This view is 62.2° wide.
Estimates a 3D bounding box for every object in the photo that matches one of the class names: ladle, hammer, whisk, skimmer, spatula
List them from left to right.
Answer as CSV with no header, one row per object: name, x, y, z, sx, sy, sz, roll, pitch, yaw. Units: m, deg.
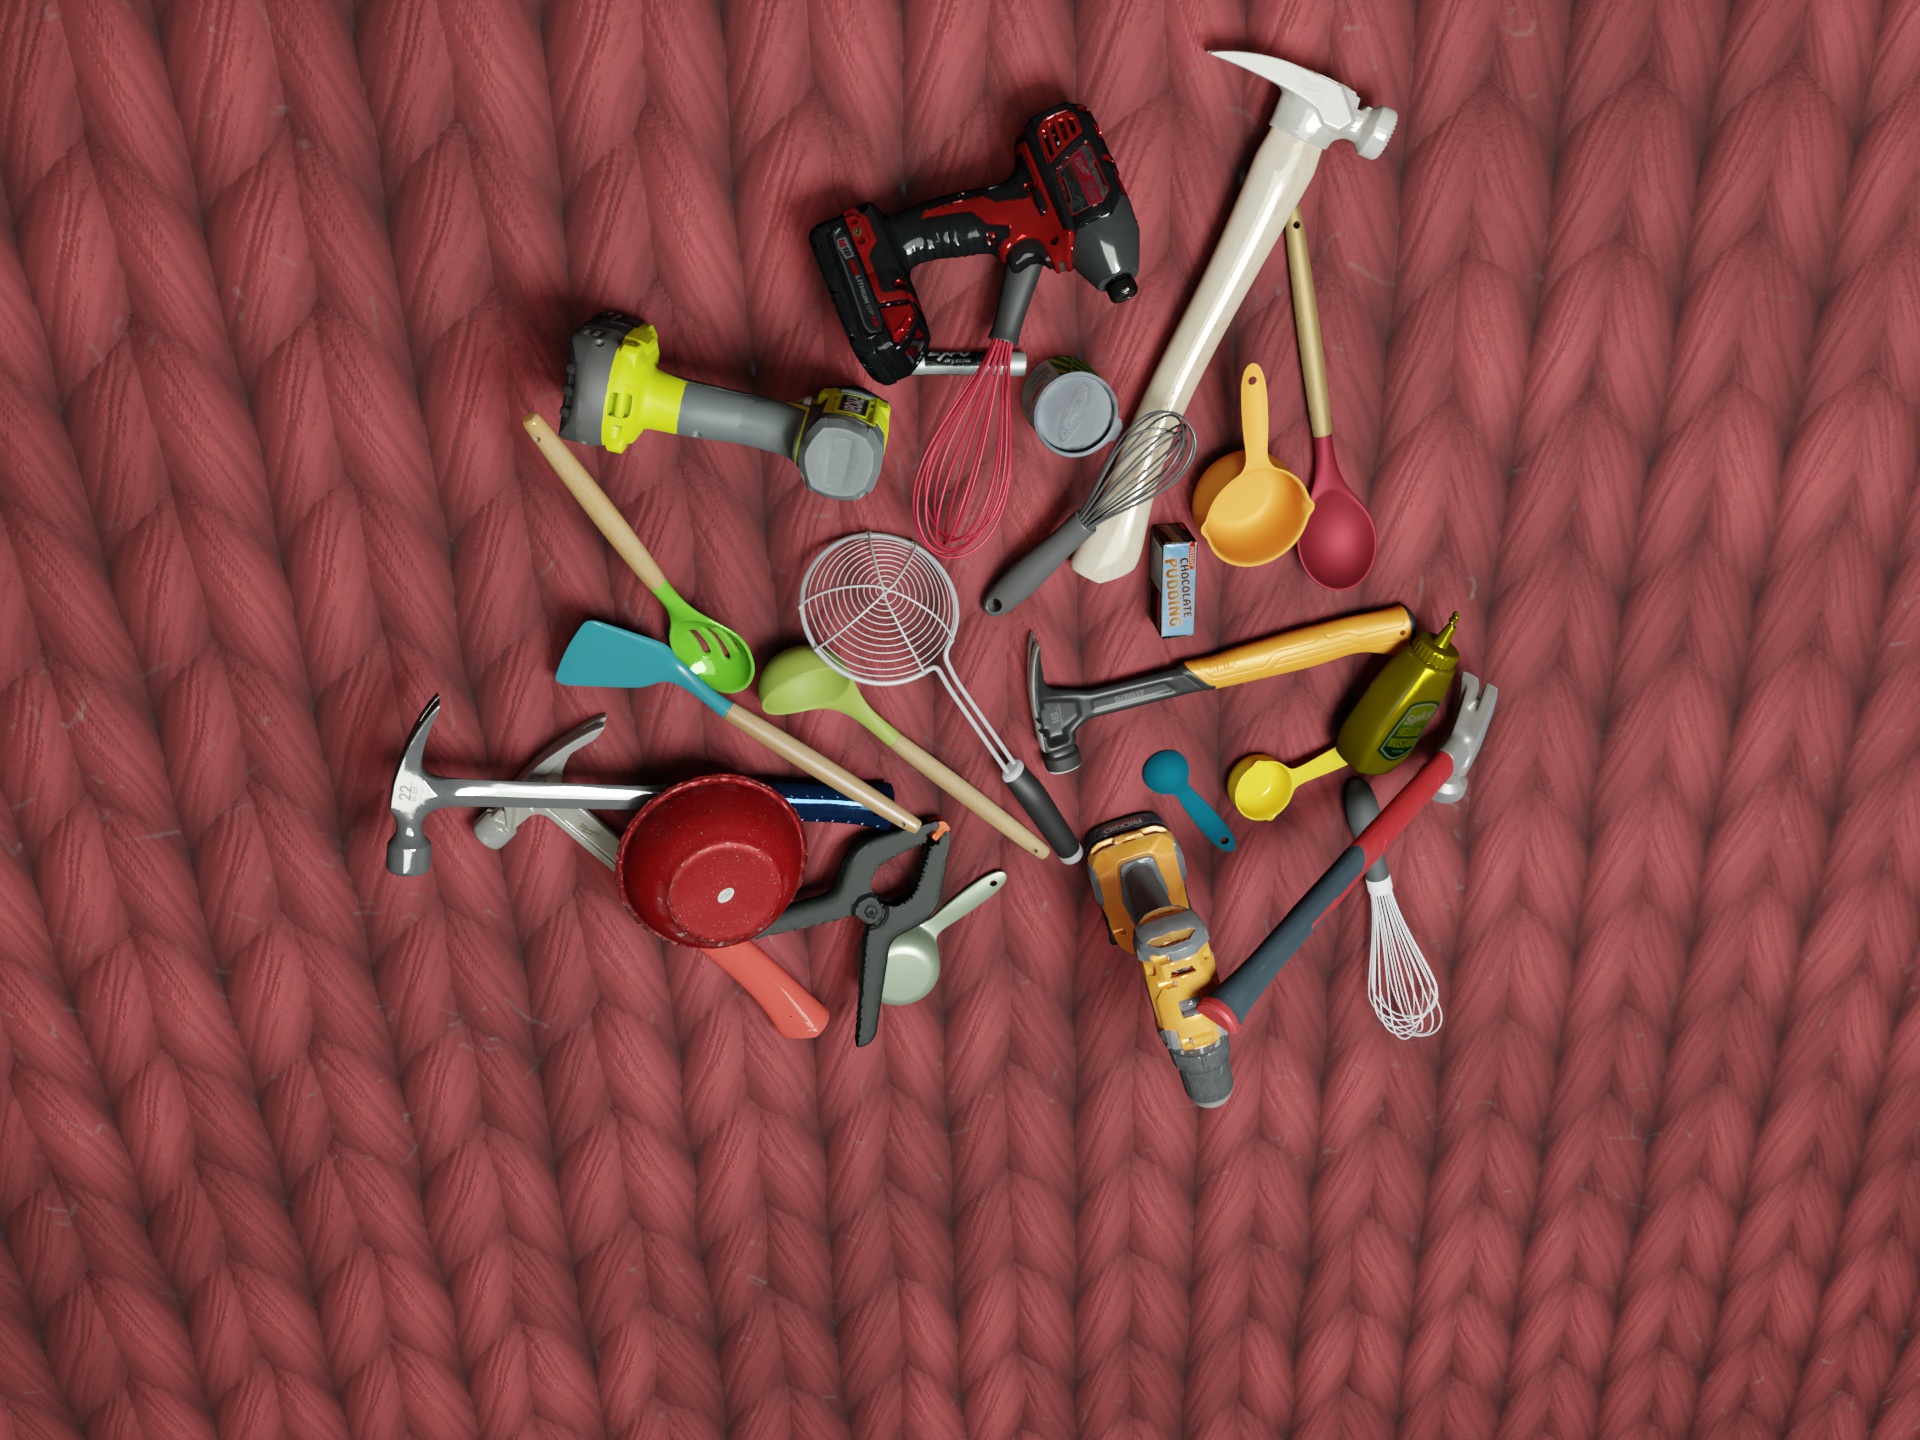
hammer,-0.250,0.058,1.297,0.405,0.035,0.144,3,107,-21
hammer,-0.239,0.155,1.381,0.149,0.037,0.358,-40,114,11
spatula,-0.170,0.013,1.287,0.317,0.044,0.082,32,132,-9
ladle,-0.039,0.039,1.347,0.320,0.062,0.078,38,126,-26
skimmer,-0.002,-0.004,1.339,0.127,0.090,0.362,-50,129,-19
whisk,0.026,-0.265,1.190,0.073,0.073,0.296,14,98,-15
whisk,0.095,-0.158,1.252,0.055,0.055,0.239,34,125,-22
hammer,0.173,-0.297,1.224,0.146,0.038,0.410,22,113,-6
hammer,0.223,-0.051,1.356,0.337,0.034,0.127,-14,118,-2
ladle,0.286,-0.253,1.273,0.069,0.031,0.315,-17,115,-5
hammer,0.321,0.112,1.302,0.386,0.038,0.143,-40,149,-30
whisk,0.395,0.179,1.483,0.070,0.070,0.284,-18,111,0

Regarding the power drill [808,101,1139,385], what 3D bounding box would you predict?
power drill,0.017,-0.331,1.132,0.219,0.078,0.143,-23,83,7

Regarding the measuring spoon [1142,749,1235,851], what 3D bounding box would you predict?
measuring spoon,0.210,0.078,1.421,0.042,0.021,0.128,-38,114,10

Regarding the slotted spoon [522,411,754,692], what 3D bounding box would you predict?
slotted spoon,-0.238,-0.120,1.192,0.070,0.031,0.313,-2,146,22

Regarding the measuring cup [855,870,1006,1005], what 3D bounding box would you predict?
measuring cup,-0.022,0.195,1.431,0.167,0.038,0.083,-39,115,13

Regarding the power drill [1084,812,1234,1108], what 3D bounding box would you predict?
power drill,0.178,0.204,1.361,0.084,0.226,0.185,-17,116,1

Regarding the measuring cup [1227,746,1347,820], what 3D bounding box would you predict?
measuring cup,0.309,0.038,1.422,0.156,0.029,0.062,-23,116,-10

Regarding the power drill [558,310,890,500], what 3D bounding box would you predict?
power drill,-0.162,-0.226,1.148,0.223,0.171,0.080,13,113,-5

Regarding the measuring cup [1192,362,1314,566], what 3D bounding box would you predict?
measuring cup,0.226,-0.209,1.259,0.095,0.052,0.173,-13,124,-6
